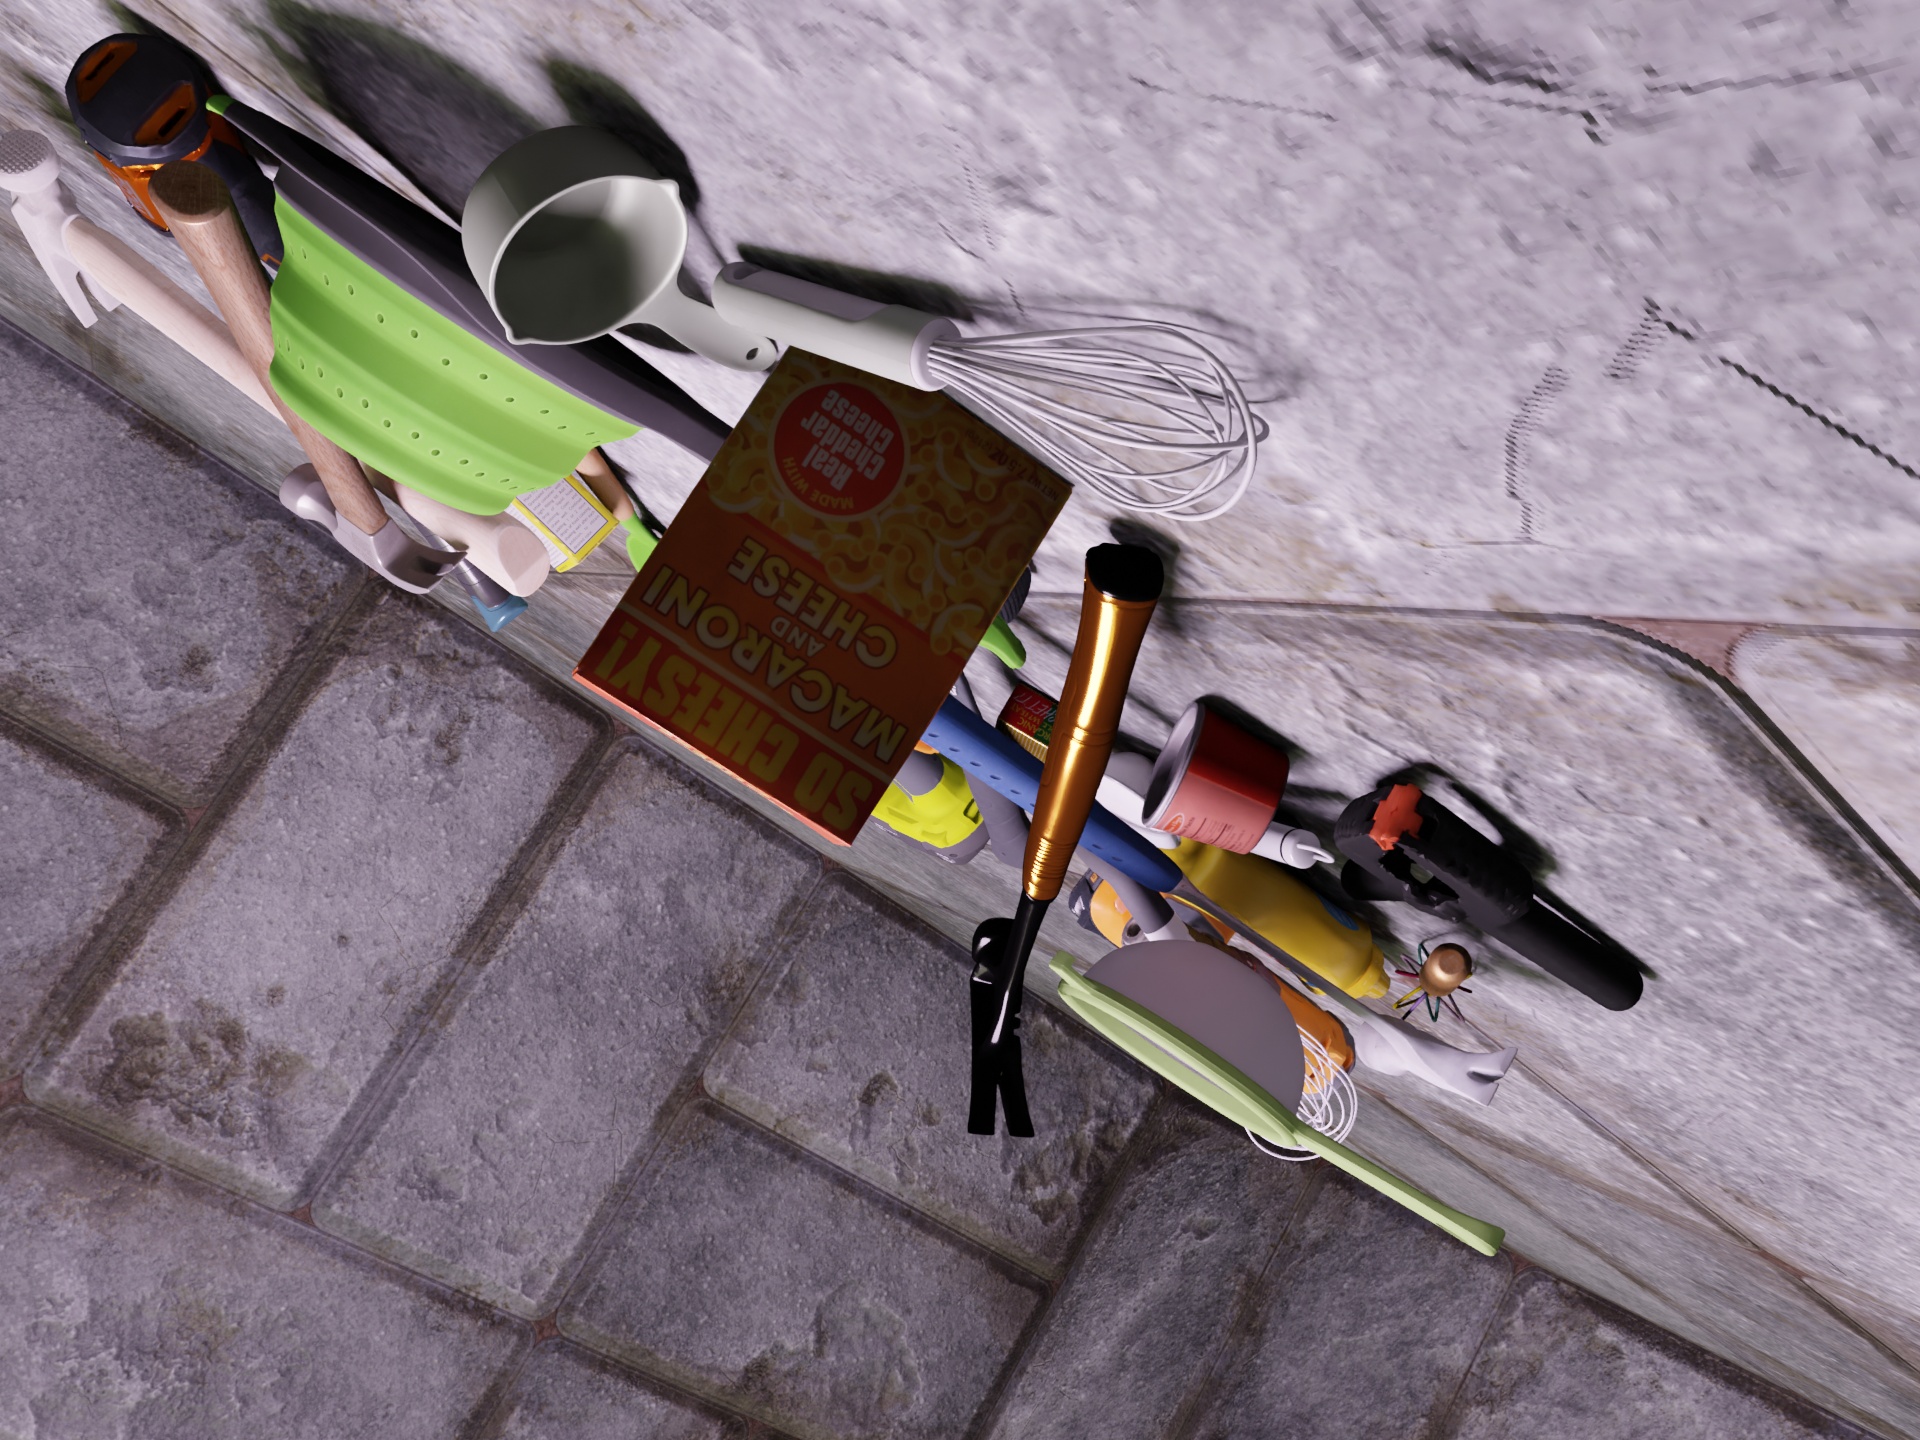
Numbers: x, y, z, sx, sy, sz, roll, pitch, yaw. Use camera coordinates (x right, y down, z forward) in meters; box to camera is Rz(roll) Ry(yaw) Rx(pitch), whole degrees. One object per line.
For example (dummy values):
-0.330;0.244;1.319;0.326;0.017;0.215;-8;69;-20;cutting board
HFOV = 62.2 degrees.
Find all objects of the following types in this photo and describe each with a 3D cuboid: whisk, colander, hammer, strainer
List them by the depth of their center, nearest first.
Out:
-0.002;-0.120;0.528;0.246;0.058;0.059;27;134;37;whisk
-0.155;-0.109;0.689;0.397;0.094;0.204;34;-173;-7;colander
0.042;0.058;0.738;0.034;0.127;0.336;6;135;-5;hammer
-0.328;-0.156;0.799;0.130;0.031;0.331;35;160;8;hammer
0.173;0.182;0.833;0.256;0.069;0.151;28;167;26;strainer
0.124;0.091;0.854;0.405;0.035;0.144;35;170;-13;hammer
0.128;0.052;0.893;0.086;0.050;0.258;41;169;-24;strainer
0.275;0.146;0.909;0.047;0.051;0.244;3;168;14;whisk
-0.001;-0.003;0.928;0.149;0.036;0.408;26;161;23;hammer
0.140;0.150;0.943;0.284;0.070;0.070;52;165;-10;whisk
-0.410;-0.195;0.959;0.411;0.038;0.146;36;155;11;hammer
-0.383;-0.191;1.019;0.128;0.033;0.330;22;148;56;hammer

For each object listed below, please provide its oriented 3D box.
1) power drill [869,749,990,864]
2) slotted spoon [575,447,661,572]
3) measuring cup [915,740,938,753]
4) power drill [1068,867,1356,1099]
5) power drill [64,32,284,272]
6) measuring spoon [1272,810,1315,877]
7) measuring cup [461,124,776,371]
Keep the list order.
-0.071;0.015;1.244;0.171;0.080;0.223;21;161;41;power drill
-0.230;-0.150;1.055;0.070;0.031;0.313;29;167;17;slotted spoon
-0.046;-0.035;1.003;0.095;0.052;0.173;29;167;14;measuring cup
0.151;0.153;1.089;0.185;0.084;0.226;36;-175;-25;power drill
-0.331;-0.233;0.819;0.226;0.084;0.164;37;169;-8;power drill
0.196;0.073;0.933;0.034;0.018;0.124;34;178;26;measuring spoon
-0.121;-0.170;0.603;0.038;0.083;0.167;55;-164;17;measuring cup
